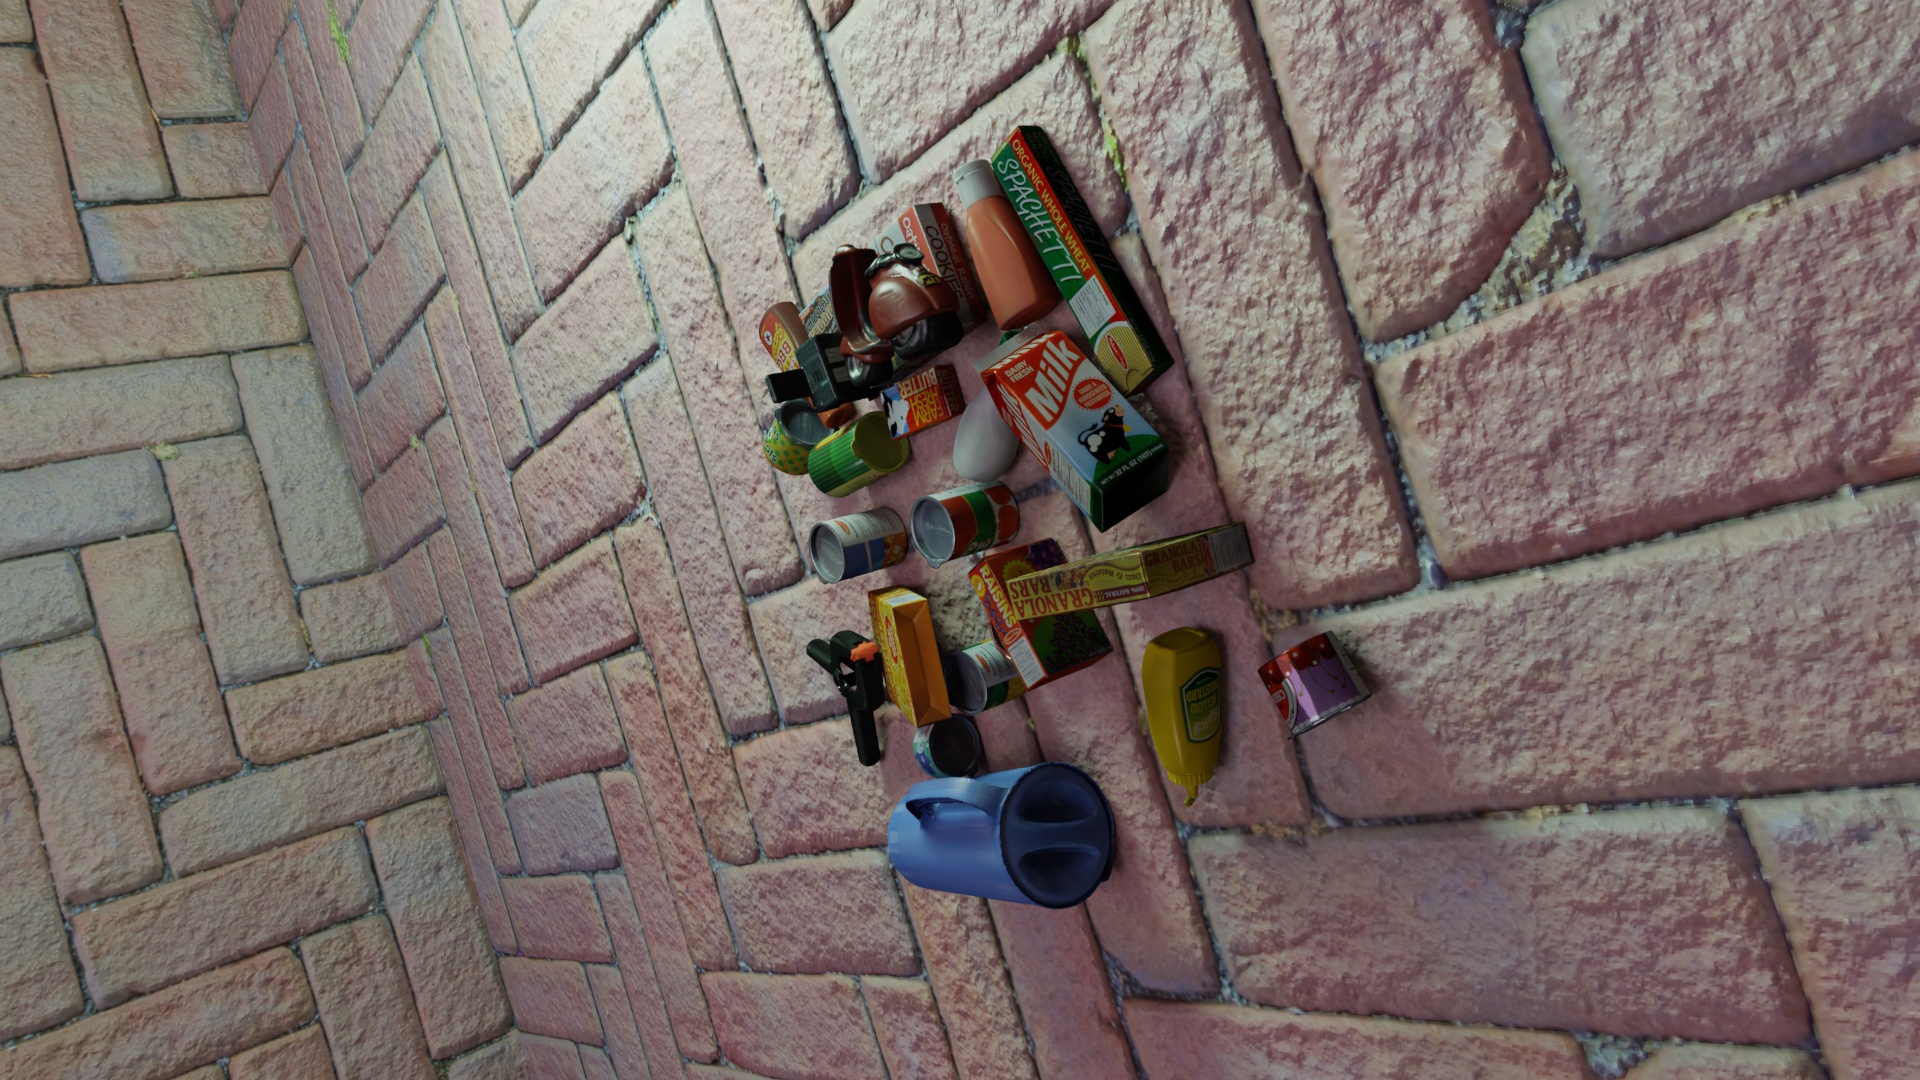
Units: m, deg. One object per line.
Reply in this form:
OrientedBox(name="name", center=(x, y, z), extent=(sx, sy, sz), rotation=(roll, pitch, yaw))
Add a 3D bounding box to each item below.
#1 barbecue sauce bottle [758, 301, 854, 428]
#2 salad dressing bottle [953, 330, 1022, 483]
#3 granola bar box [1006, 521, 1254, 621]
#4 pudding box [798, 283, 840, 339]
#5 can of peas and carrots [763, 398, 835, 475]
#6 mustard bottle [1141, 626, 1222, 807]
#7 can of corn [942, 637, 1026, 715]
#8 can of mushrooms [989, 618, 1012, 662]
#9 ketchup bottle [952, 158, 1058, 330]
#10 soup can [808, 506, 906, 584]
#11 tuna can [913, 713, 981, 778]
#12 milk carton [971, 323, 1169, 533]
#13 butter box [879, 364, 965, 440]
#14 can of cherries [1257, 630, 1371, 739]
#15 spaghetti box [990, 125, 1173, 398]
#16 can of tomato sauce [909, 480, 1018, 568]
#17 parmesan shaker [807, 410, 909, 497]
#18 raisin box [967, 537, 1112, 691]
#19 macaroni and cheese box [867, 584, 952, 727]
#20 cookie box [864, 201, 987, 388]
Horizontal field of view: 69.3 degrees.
OrientedBox(name="barbecue sauce bottle", center=(-0.167, -0.188, 1.512), extent=(0.149, 0.044, 0.064), rotation=(56, 145, 21))
OrientedBox(name="salad dressing bottle", center=(0.035, -0.123, 1.286), extent=(0.064, 0.044, 0.146), rotation=(47, 134, 33))
OrientedBox(name="granola bar box", center=(0.138, 0.027, 1.145), extent=(0.165, 0.124, 0.039), rotation=(-15, 90, 52))
OrientedBox(name="pudding box", center=(-0.133, -0.237, 1.465), extent=(0.083, 0.030, 0.049), rotation=(-31, 77, 51))
OrientedBox(name="can of peas and carrots", center=(-0.181, -0.114, 1.534), extent=(0.071, 0.071, 0.058), rotation=(58, 140, 20))
OrientedBox(name="mustard bottle", center=(0.192, 0.155, 1.175), extent=(0.049, 0.065, 0.159), rotation=(17, 121, 53))
OrientedBox(name="can of corn", center=(0.024, 0.134, 1.376), extent=(0.071, 0.058, 0.071), rotation=(21, 118, 46))
OrientedBox(name="can of mushrooms", center=(0.059, 0.084, 1.336), extent=(0.071, 0.033, 0.070), rotation=(21, 119, 45))
OrientedBox(name="ketchup bottle", center=(0.035, -0.265, 1.236), extent=(0.064, 0.044, 0.149), rotation=(-30, 78, 50))
OrientedBox(name="soup can", center=(-0.109, 0.006, 1.476), extent=(0.071, 0.084, 0.071), rotation=(21, 118, 46))
OrientedBox(name="tuna can", center=(-0.012, 0.216, 1.445), extent=(0.032, 0.071, 0.071), rotation=(-21, 86, 53))
OrientedBox(name="milk carton", center=(0.091, -0.106, 1.180), extent=(0.191, 0.072, 0.073), rotation=(51, 167, 26))
OrientedBox(name="butter box", center=(-0.039, -0.138, 1.388), extent=(0.103, 0.024, 0.053), rotation=(-17, 89, 52))
OrientedBox(name="can of cherries", center=(0.266, 0.110, 1.057), extent=(0.071, 0.072, 0.058), rotation=(-45, 67, 48))
OrientedBox(name="spaghetti box", center=(0.100, -0.239, 1.176), extent=(0.050, 0.029, 0.250), rotation=(-43, 69, 49))
OrientedBox(name="can of tomato sauce", center=(0.005, -0.017, 1.327), extent=(0.071, 0.083, 0.071), rotation=(21, 119, 46))
OrientedBox(name="parmesan shaker", center=(-0.111, -0.088, 1.455), extent=(0.102, 0.071, 0.071), rotation=(-22, 85, 52))
OrientedBox(name="raisin box", center=(0.072, 0.066, 1.270), extent=(0.040, 0.086, 0.123), rotation=(-46, 67, 50))
OrientedBox(name="macaroni and cheese box", center=(-0.056, 0.114, 1.427), extent=(0.166, 0.040, 0.123), rotation=(-166, 65, -77))
OrientedBox(name="cookie box", center=(-0.053, -0.237, 1.358), extent=(0.167, 0.040, 0.123), rotation=(-27, 82, 52))
